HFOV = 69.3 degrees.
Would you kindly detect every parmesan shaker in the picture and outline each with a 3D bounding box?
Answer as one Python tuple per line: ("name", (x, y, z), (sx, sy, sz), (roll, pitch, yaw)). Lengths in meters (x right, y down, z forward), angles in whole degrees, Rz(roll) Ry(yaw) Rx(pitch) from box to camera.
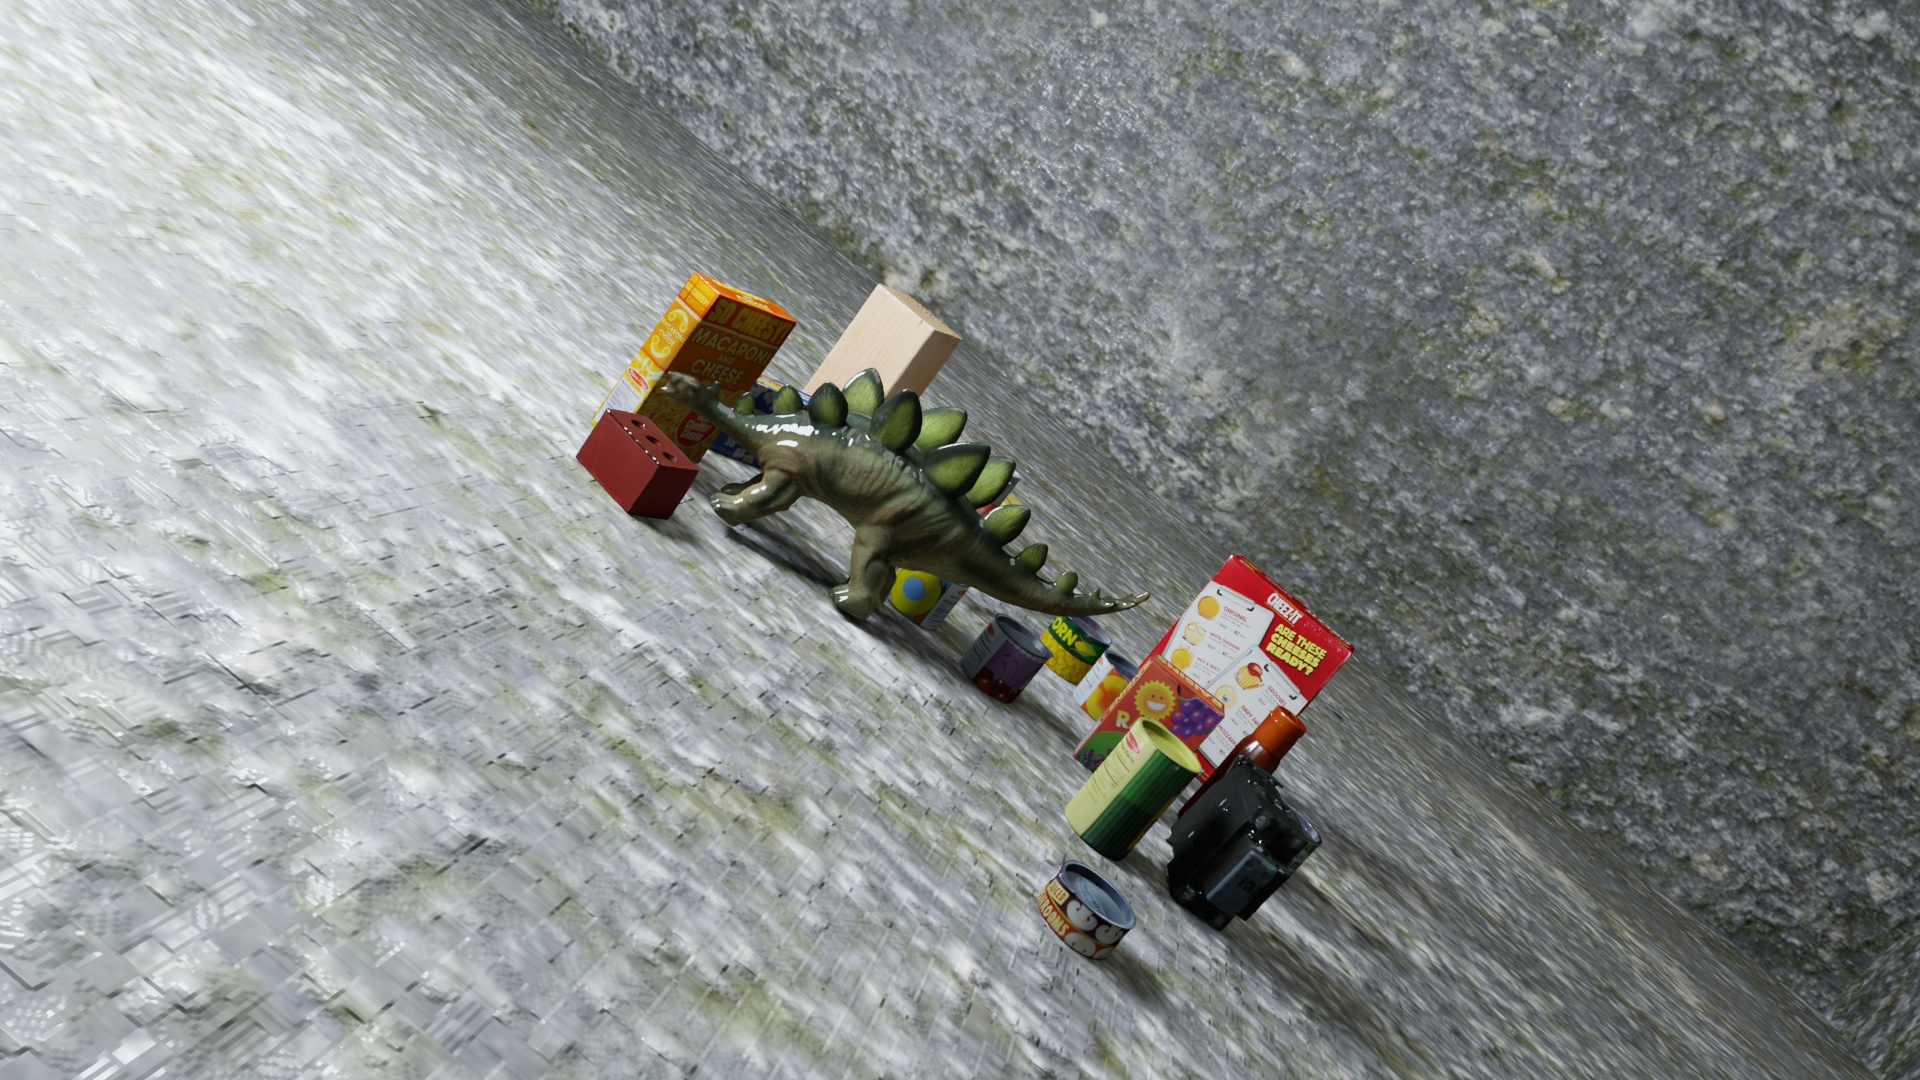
("parmesan shaker", (0.143, 0.207, 1.165), (0.071, 0.103, 0.071), (35, 13, -10))

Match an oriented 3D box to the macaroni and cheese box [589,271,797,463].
("macaroni and cheese box", (-0.238, -0.152, 1.246), (0.040, 0.166, 0.124), (43, 14, 22))

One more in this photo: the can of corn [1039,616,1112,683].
("can of corn", (0.120, 0.112, 1.512), (0.071, 0.058, 0.071), (35, 14, -10))

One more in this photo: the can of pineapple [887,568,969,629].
("can of pineapple", (-0.033, 0.044, 1.351), (0.071, 0.057, 0.071), (35, 14, -10))

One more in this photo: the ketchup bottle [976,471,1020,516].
("ketchup bottle", (0.005, -0.018, 1.459), (0.064, 0.148, 0.044), (31, 15, -26))

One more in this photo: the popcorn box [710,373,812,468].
("popcorn box", (-0.199, -0.120, 1.412), (0.126, 0.085, 0.038), (21, 21, -50))

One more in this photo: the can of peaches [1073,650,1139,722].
("can of peaches", (0.163, 0.160, 1.463), (0.071, 0.058, 0.071), (35, 14, -10))

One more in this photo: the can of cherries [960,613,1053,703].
("can of cherries", (0.045, 0.113, 1.318), (0.071, 0.058, 0.072), (35, 14, -10))

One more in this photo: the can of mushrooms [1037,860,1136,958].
("can of mushrooms", (0.088, 0.263, 0.991), (0.071, 0.033, 0.071), (35, 14, -10))

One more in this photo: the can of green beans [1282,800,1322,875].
("can of green beans", (0.319, 0.301, 1.395), (0.071, 0.057, 0.071), (35, 14, -10))

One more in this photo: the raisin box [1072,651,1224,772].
("raisin box", (0.177, 0.178, 1.301), (0.086, 0.123, 0.040), (39, 13, 4))

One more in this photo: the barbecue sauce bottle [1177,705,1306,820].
("barbecue sauce bottle", (0.271, 0.224, 1.334), (0.044, 0.148, 0.065), (39, 13, 7))
